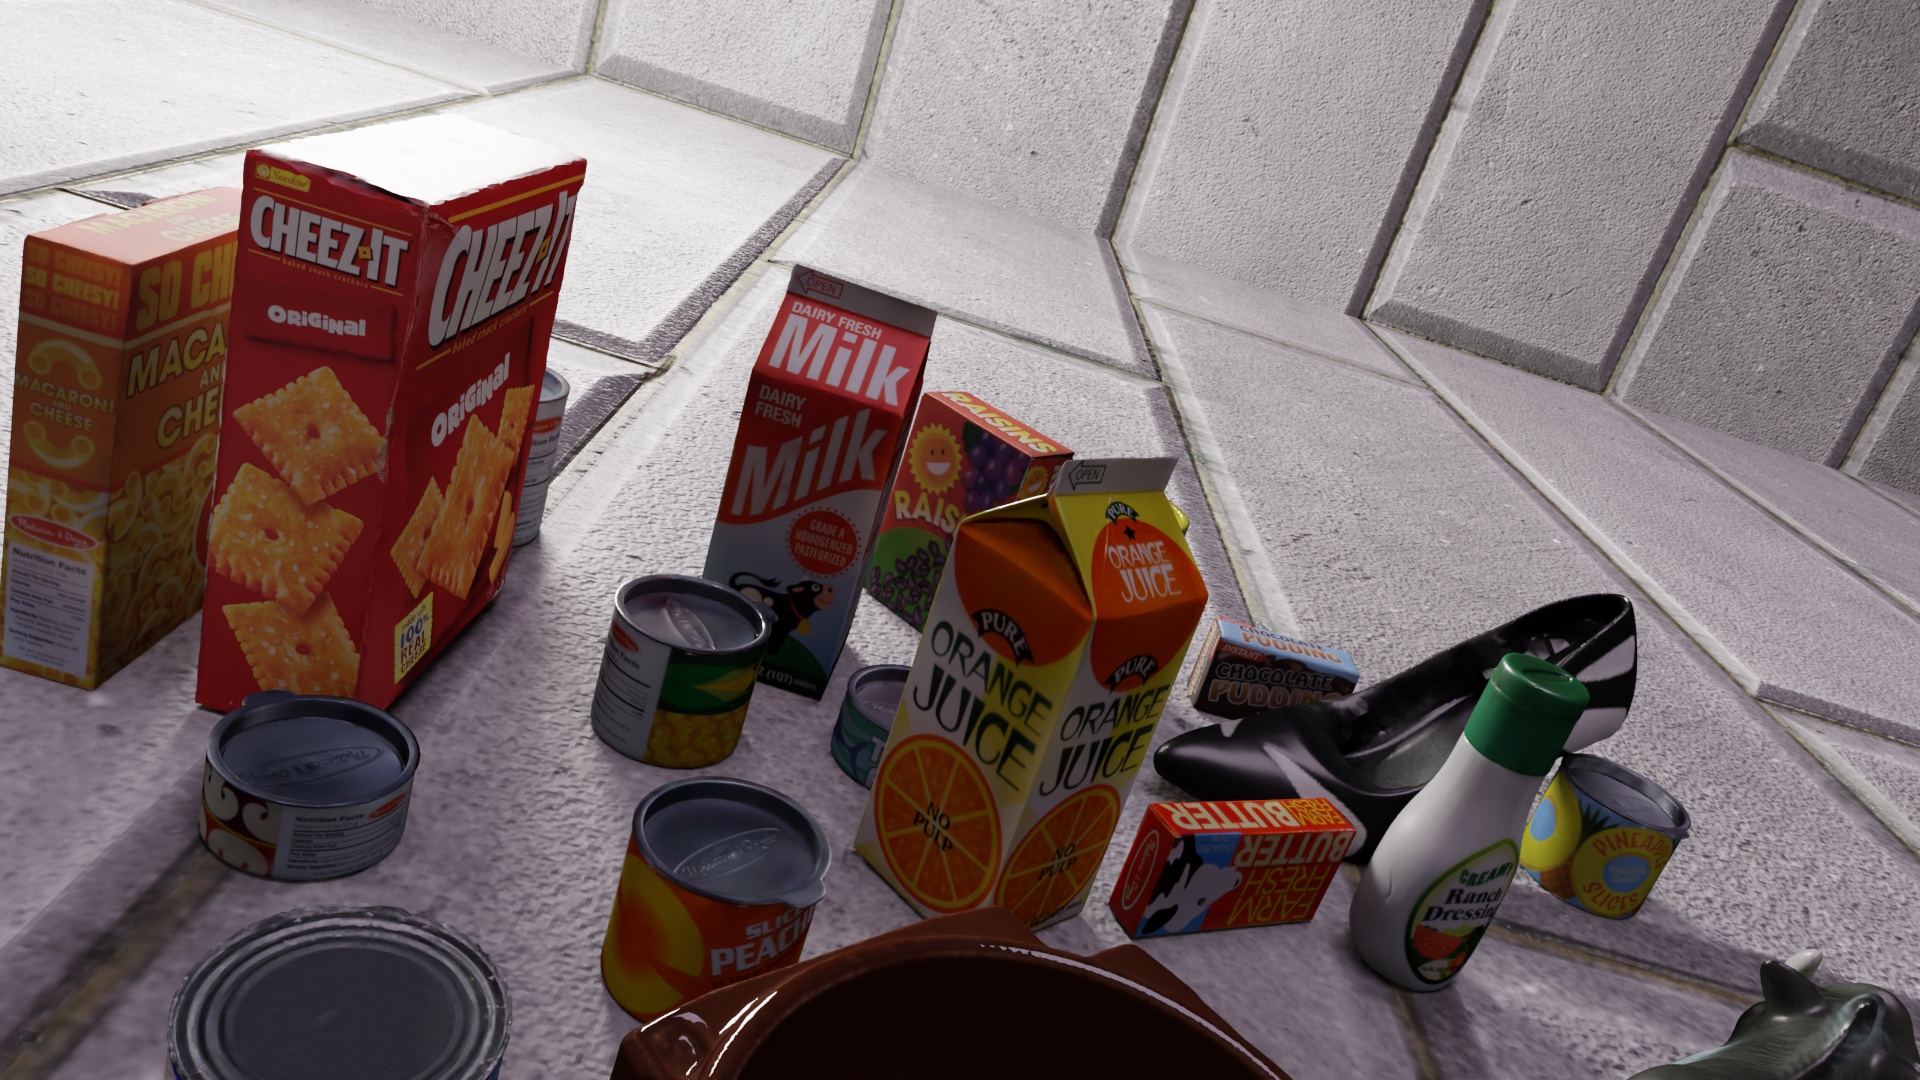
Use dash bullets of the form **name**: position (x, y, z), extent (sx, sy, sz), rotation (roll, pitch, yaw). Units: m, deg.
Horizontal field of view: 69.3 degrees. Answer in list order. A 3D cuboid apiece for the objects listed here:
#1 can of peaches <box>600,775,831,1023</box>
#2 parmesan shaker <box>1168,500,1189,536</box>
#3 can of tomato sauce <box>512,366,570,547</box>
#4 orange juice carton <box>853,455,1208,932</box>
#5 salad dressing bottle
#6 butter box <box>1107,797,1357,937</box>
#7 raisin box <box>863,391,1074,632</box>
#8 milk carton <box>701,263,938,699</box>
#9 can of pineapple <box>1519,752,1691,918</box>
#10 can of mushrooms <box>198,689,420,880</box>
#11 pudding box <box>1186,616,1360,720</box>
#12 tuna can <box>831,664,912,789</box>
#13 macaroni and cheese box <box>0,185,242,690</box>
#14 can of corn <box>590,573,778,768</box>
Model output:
- **can of peaches**: position (-0.080, 0.122, 0.462), extent (0.071, 0.057, 0.071), rotation (16, 21, -6)
- **parmesan shaker**: position (0.077, 0.026, 0.760), extent (0.071, 0.102, 0.071), rotation (16, 21, -6)
- **can of tomato sauce**: position (-0.243, -0.048, 0.711), extent (0.071, 0.082, 0.071), rotation (16, 21, -6)
- **orange juice carton**: position (0.031, 0.055, 0.531), extent (0.072, 0.191, 0.073), rotation (-5, 31, -46)
- **salad dressing bottle**: position (0.213, 0.118, 0.583), extent (0.064, 0.147, 0.044), rotation (7, 24, -28)
- **butter box**: position (0.116, 0.137, 0.589), extent (0.104, 0.053, 0.024), rotation (5, 25, -31)
- **raisin box**: position (0.003, -0.010, 0.759), extent (0.086, 0.123, 0.040), rotation (34, 26, 35)
- **milk carton**: position (-0.069, -0.030, 0.660), extent (0.072, 0.189, 0.074), rotation (18, 21, -1)
- **can of pineapple**: position (0.331, 0.153, 0.716), extent (0.071, 0.057, 0.071), rotation (16, 21, -6)
- **can of mushrooms**: position (-0.224, 0.082, 0.477), extent (0.071, 0.033, 0.071), rotation (16, 21, -6)
- **pudding box**: position (0.176, 0.079, 0.784), extent (0.084, 0.049, 0.030), rotation (16, 21, -5)
- **tuna can**: position (-0.023, 0.088, 0.626), extent (0.071, 0.032, 0.071), rotation (16, 21, -6)
- **macaroni and cheese box**: position (-0.310, -0.045, 0.536), extent (0.040, 0.165, 0.124), rotation (17, 21, -5)
- **can of corn**: position (-0.118, 0.055, 0.595), extent (0.071, 0.058, 0.071), rotation (16, 21, -6)
